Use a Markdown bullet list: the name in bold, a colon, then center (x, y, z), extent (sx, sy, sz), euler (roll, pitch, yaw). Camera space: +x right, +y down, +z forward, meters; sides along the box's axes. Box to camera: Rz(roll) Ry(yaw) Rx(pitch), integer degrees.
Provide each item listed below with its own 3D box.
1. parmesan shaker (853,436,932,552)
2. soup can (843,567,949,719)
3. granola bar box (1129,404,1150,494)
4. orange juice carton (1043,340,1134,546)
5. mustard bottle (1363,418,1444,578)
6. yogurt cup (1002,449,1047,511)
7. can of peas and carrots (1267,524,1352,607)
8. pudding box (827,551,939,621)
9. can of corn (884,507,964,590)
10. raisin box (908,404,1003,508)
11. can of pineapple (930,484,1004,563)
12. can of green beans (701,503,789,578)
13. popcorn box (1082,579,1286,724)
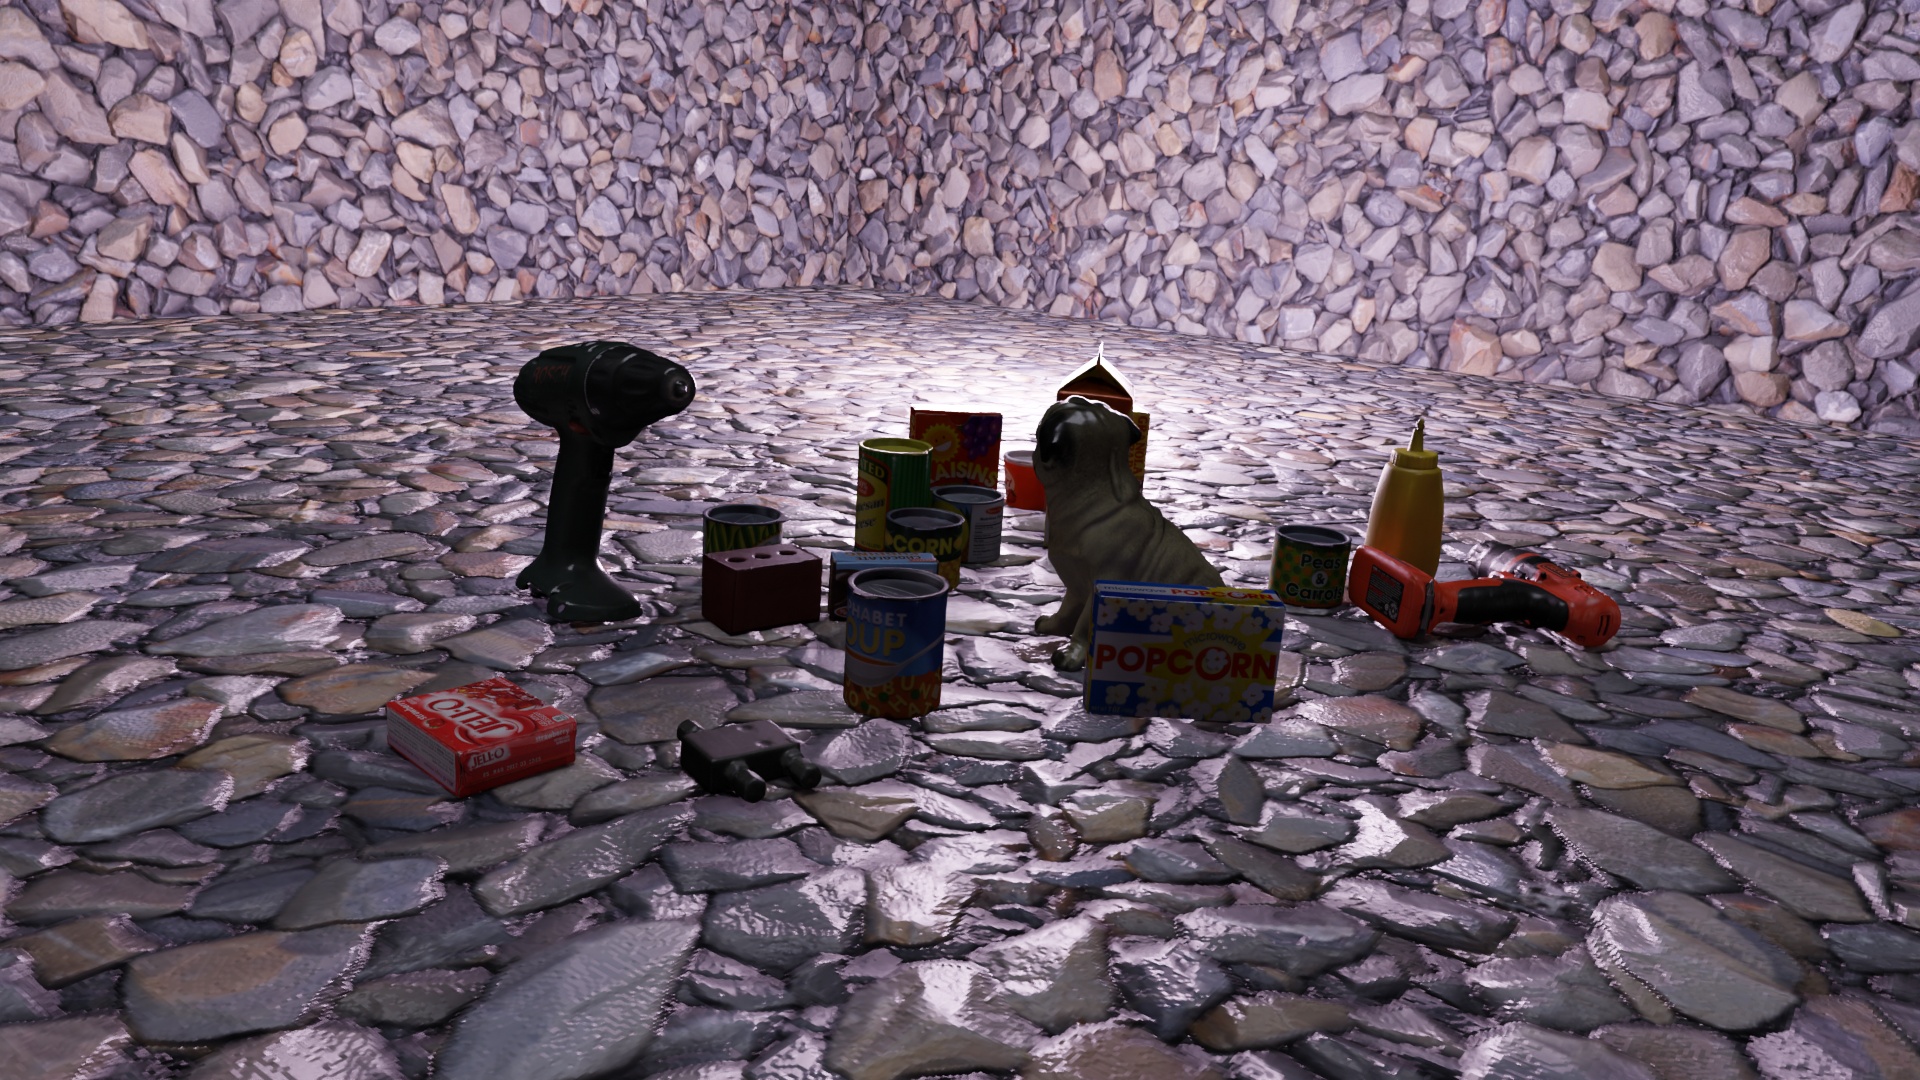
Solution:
- **parmesan shaker**: center (-0.059, -0.035, 1.235), extent (0.071, 0.102, 0.071), euler (4, 15, -1)
- **soup can**: center (-0.045, 0.067, 0.910), extent (0.071, 0.083, 0.071), euler (4, 15, -1)
- **granola bar box**: center (0.147, -0.088, 1.441), extent (0.039, 0.123, 0.166), euler (1, 16, -13)
- **orange juice carton**: center (0.124, -0.090, 1.314), extent (0.073, 0.192, 0.072), euler (6, 15, 7)
- **mustard bottle**: center (0.397, -0.031, 1.230), extent (0.065, 0.159, 0.049), euler (-4, 17, -28)
- **yogurt cup**: center (0.077, -0.063, 1.464), extent (0.072, 0.053, 0.072), euler (4, 15, -1)
- **can of peas and carrots**: center (0.303, 0.022, 1.205), extent (0.071, 0.058, 0.071), euler (4, 15, -1)
- **pudding box**: center (-0.061, 0.035, 1.084), extent (0.084, 0.049, 0.030), euler (0, 16, -13)
- **can of corn**: center (-0.032, 0.009, 1.170), extent (0.071, 0.058, 0.071), euler (4, 15, -1)
- **raisin box**: center (-0.008, -0.066, 1.323), extent (0.086, 0.123, 0.040), euler (1, 15, -11)
- **can of pineapple**: center (0.005, -0.016, 1.268), extent (0.071, 0.057, 0.071), euler (4, 15, -1)
- **can of green beans**: center (-0.180, 0.005, 1.145), extent (0.071, 0.057, 0.071), euler (4, 15, -1)
- **popcorn box**: center (0.148, 0.074, 0.931), extent (0.127, 0.085, 0.038), euler (4, 15, -2)
